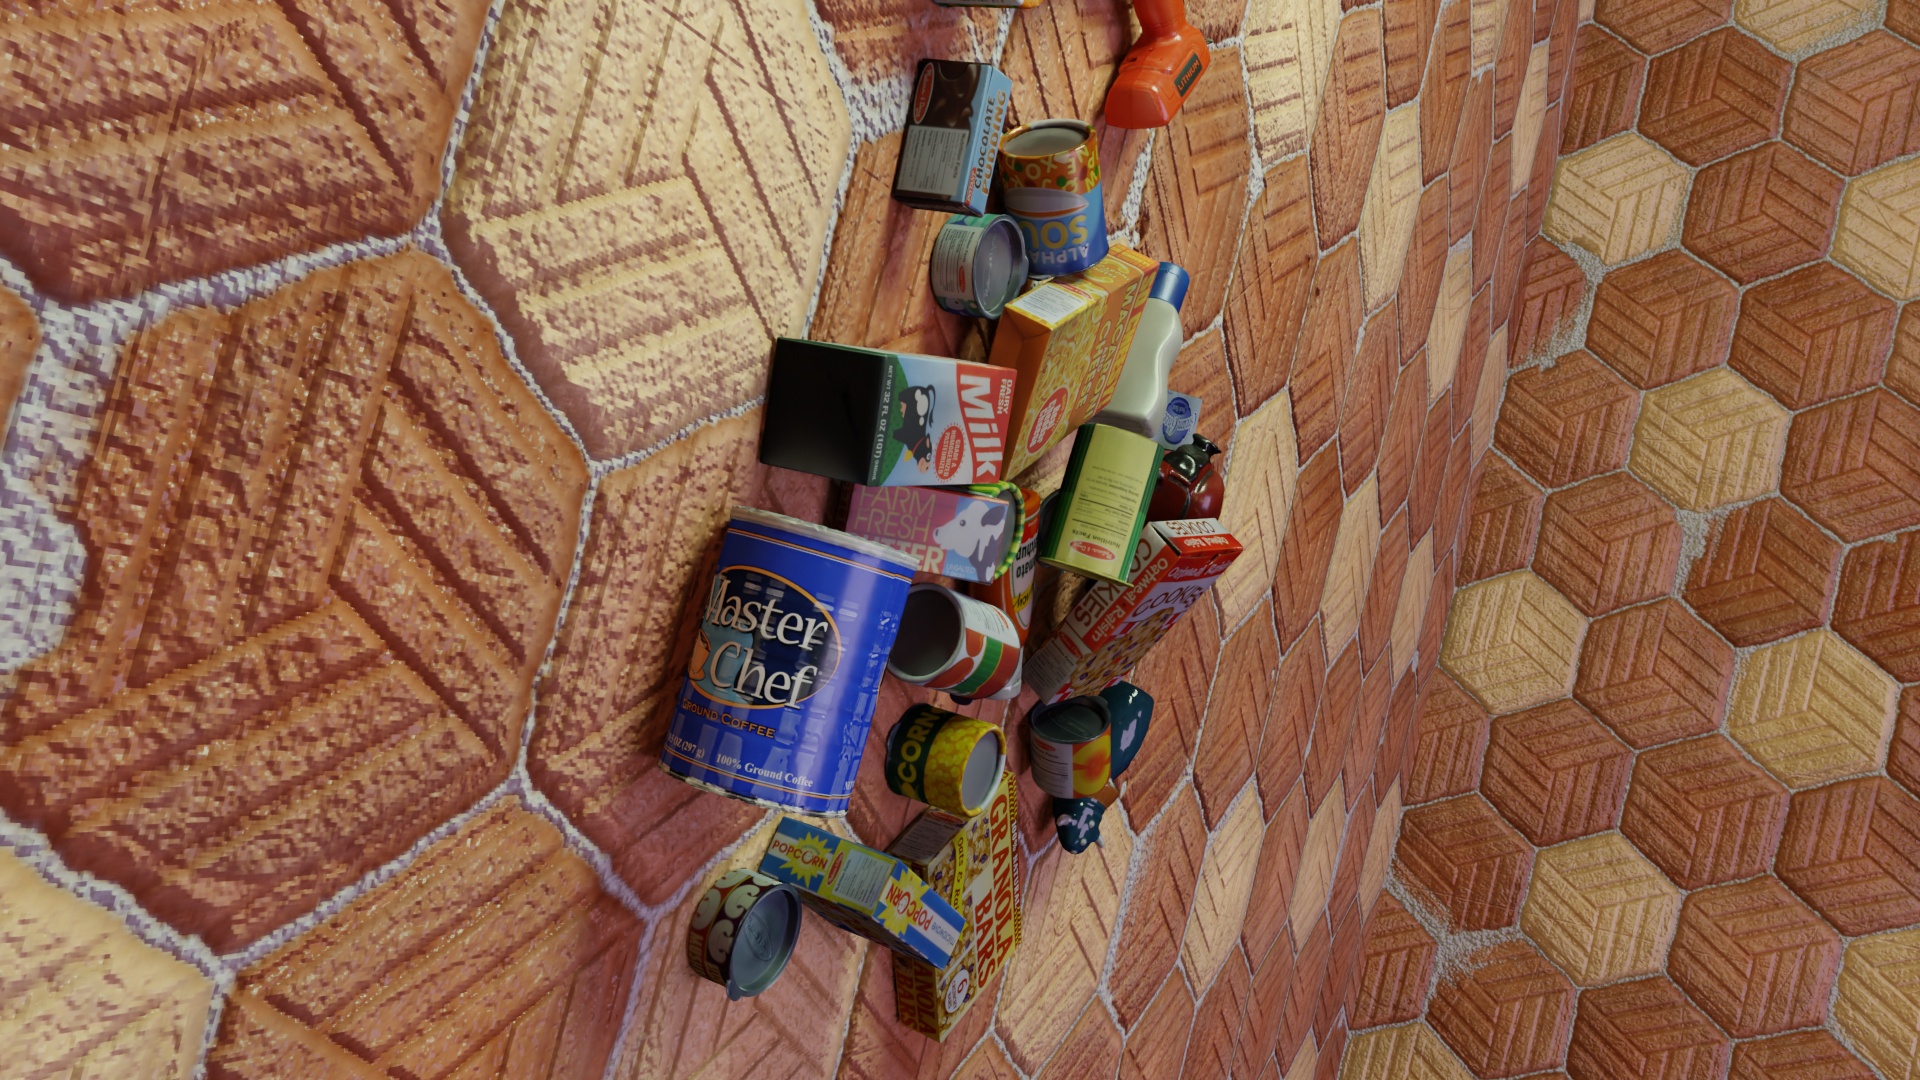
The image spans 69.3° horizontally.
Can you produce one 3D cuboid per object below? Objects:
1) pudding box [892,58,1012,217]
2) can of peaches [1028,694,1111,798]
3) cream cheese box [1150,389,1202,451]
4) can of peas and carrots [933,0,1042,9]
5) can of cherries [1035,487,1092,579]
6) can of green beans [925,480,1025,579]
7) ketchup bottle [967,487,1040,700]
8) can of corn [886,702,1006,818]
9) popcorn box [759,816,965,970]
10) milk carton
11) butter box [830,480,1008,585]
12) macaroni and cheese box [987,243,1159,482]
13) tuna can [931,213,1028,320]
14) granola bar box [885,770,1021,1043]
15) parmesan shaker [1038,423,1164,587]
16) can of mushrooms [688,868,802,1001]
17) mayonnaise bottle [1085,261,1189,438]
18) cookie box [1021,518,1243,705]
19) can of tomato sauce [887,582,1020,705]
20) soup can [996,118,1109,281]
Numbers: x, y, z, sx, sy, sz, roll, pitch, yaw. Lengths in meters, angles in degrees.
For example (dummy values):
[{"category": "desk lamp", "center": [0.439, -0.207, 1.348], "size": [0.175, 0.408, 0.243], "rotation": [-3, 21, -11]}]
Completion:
[{"category": "pudding box", "center": [-0.004, -0.235, 0.810], "size": [0.030, 0.050, 0.083], "rotation": [7, 95, -63]}, {"category": "can of peaches", "center": [0.091, 0.165, 1.125], "size": [0.071, 0.071, 0.057], "rotation": [-40, 135, -47]}, {"category": "cream cheese box", "center": [0.179, -0.106, 1.216], "size": [0.104, 0.024, 0.053], "rotation": [0, 103, -60]}, {"category": "can of peas and carrots", "center": [0.017, -0.341, 0.796], "size": [0.071, 0.059, 0.070], "rotation": [-34, 130, -52]}, {"category": "can of cherries", "center": [0.095, -0.004, 1.069], "size": [0.058, 0.071, 0.071], "rotation": [19, 85, -62]}, {"category": "can of green beans", "center": [0.002, -0.011, 0.905], "size": [0.071, 0.058, 0.071], "rotation": [-33, 129, -52]}, {"category": "ketchup bottle", "center": [0.028, 0.039, 0.988], "size": [0.065, 0.043, 0.148], "rotation": [-34, 131, -60]}, {"category": "can of corn", "center": [-0.010, 0.150, 0.949], "size": [0.071, 0.058, 0.071], "rotation": [-33, 129, -52]}, {"category": "popcorn box", "center": [-0.059, 0.221, 0.864], "size": [0.038, 0.085, 0.126], "rotation": [-64, 149, -21]}, {"category": "milk carton", "center": [-0.027, -0.073, 0.812], "size": [0.191, 0.073, 0.072], "rotation": [-7, 107, -60]}, {"category": "butter box", "center": [-0.025, -0.008, 0.835], "size": [0.103, 0.024, 0.053], "rotation": [10, 94, -22]}, {"category": "macaroni and cheese box", "center": [0.070, -0.126, 0.964], "size": [0.167, 0.040, 0.123], "rotation": [-38, 152, -50]}, {"category": "tuna can", "center": [0.013, -0.175, 0.883], "size": [0.071, 0.033, 0.070], "rotation": [-33, 129, -52]}, {"category": "granola bar box", "center": [-0.002, 0.266, 1.031], "size": [0.125, 0.039, 0.164], "rotation": [-37, 132, -49]}, {"category": "parmesan shaker", "center": [0.105, -0.025, 0.999], "size": [0.071, 0.071, 0.103], "rotation": [25, 81, -61]}, {"category": "can of mushrooms", "center": [-0.125, 0.228, 0.802], "size": [0.071, 0.033, 0.070], "rotation": [-34, 130, -52]}, {"category": "mayonnaise bottle", "center": [0.145, -0.152, 1.101], "size": [0.148, 0.065, 0.041], "rotation": [-69, 154, -22]}, {"category": "cookie box", "center": [0.136, 0.055, 1.097], "size": [0.166, 0.040, 0.123], "rotation": [-51, 157, 24]}, {"category": "can of tomato sauce", "center": [-0.009, 0.068, 0.911], "size": [0.083, 0.071, 0.071], "rotation": [26, 78, -60]}, {"category": "soup can", "center": [0.060, -0.224, 0.911], "size": [0.072, 0.071, 0.083], "rotation": [-50, 141, -40]}]
